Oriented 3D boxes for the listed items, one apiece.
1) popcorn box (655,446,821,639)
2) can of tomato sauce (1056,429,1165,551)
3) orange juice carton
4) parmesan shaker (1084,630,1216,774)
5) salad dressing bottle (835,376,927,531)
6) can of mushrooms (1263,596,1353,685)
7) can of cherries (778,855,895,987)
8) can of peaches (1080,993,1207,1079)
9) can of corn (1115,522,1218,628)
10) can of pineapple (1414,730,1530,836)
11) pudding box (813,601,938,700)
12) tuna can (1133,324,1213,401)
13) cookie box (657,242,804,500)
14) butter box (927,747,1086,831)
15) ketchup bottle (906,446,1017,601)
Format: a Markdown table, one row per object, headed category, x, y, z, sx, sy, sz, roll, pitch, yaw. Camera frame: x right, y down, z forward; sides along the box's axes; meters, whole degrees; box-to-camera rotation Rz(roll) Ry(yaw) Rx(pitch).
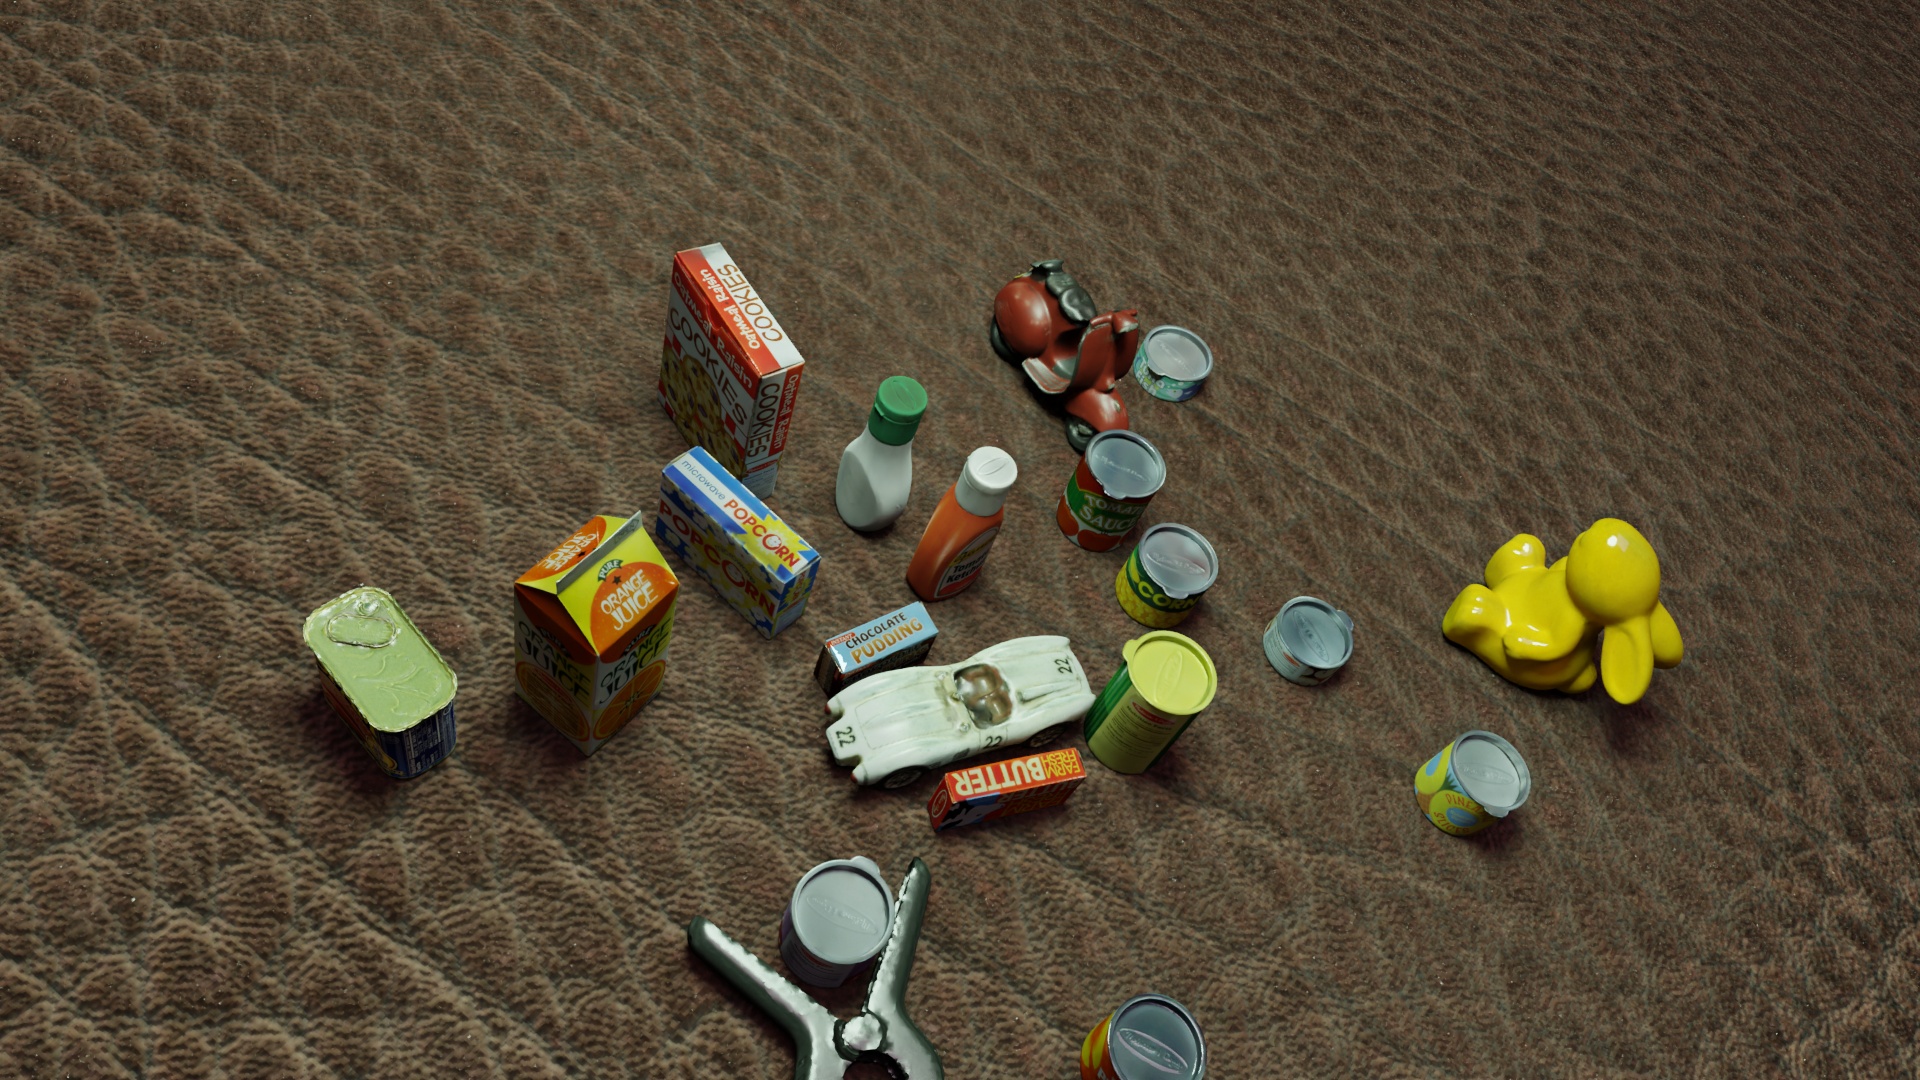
| category | x | y | z | sx | sy | sz | roll | pitch | yaw |
| --- | --- | --- | --- | --- | --- | --- | --- | --- | --- |
| popcorn box | -0.164 | 0.002 | 1.010 | 0.127 | 0.084 | 0.038 | 41 | 55 | 12 |
| can of tomato sauce | 0.120 | -0.038 | 1.126 | 0.071 | 0.082 | 0.071 | 8 | 55 | -12 |
| orange juice carton | -0.234 | 0.054 | 0.886 | 0.073 | 0.191 | 0.072 | 38 | 55 | 10 |
| parmesan shaker | 0.134 | 0.118 | 1.013 | 0.071 | 0.102 | 0.071 | 8 | 55 | -12 |
| salad dressing bottle | -0.059 | -0.064 | 1.049 | 0.044 | 0.146 | 0.064 | -22 | 66 | -28 |
| can of mushrooms | 0.283 | 0.081 | 1.127 | 0.071 | 0.033 | 0.071 | 8 | 55 | -12 |
| can of cherries | -0.078 | 0.244 | 0.889 | 0.071 | 0.058 | 0.072 | 8 | 55 | -12 |
| can of peaches | 0.115 | 0.333 | 0.889 | 0.071 | 0.057 | 0.071 | 8 | 55 | -12 |
| can of corn | 0.163 | 0.031 | 1.108 | 0.071 | 0.058 | 0.071 | 8 | 55 | -12 |
| can of pineapple | 0.394 | 0.190 | 1.072 | 0.071 | 0.057 | 0.071 | 8 | 55 | -12 |
| pudding box | -0.061 | 0.080 | 1.011 | 0.084 | 0.049 | 0.030 | -22 | 66 | -28 |
| tuna can | 0.191 | -0.160 | 1.262 | 0.071 | 0.032 | 0.071 | 8 | 55 | -12 |
| cookie box | -0.176 | -0.119 | 1.038 | 0.040 | 0.166 | 0.123 | -25 | 67 | -29 |
| butter box | 0.032 | 0.174 | 0.974 | 0.104 | 0.052 | 0.024 | -8 | 60 | -22 |
| ketchup bottle | 0.004 | -0.013 | 1.033 | 0.065 | 0.148 | 0.043 | -29 | 69 | -31 |
